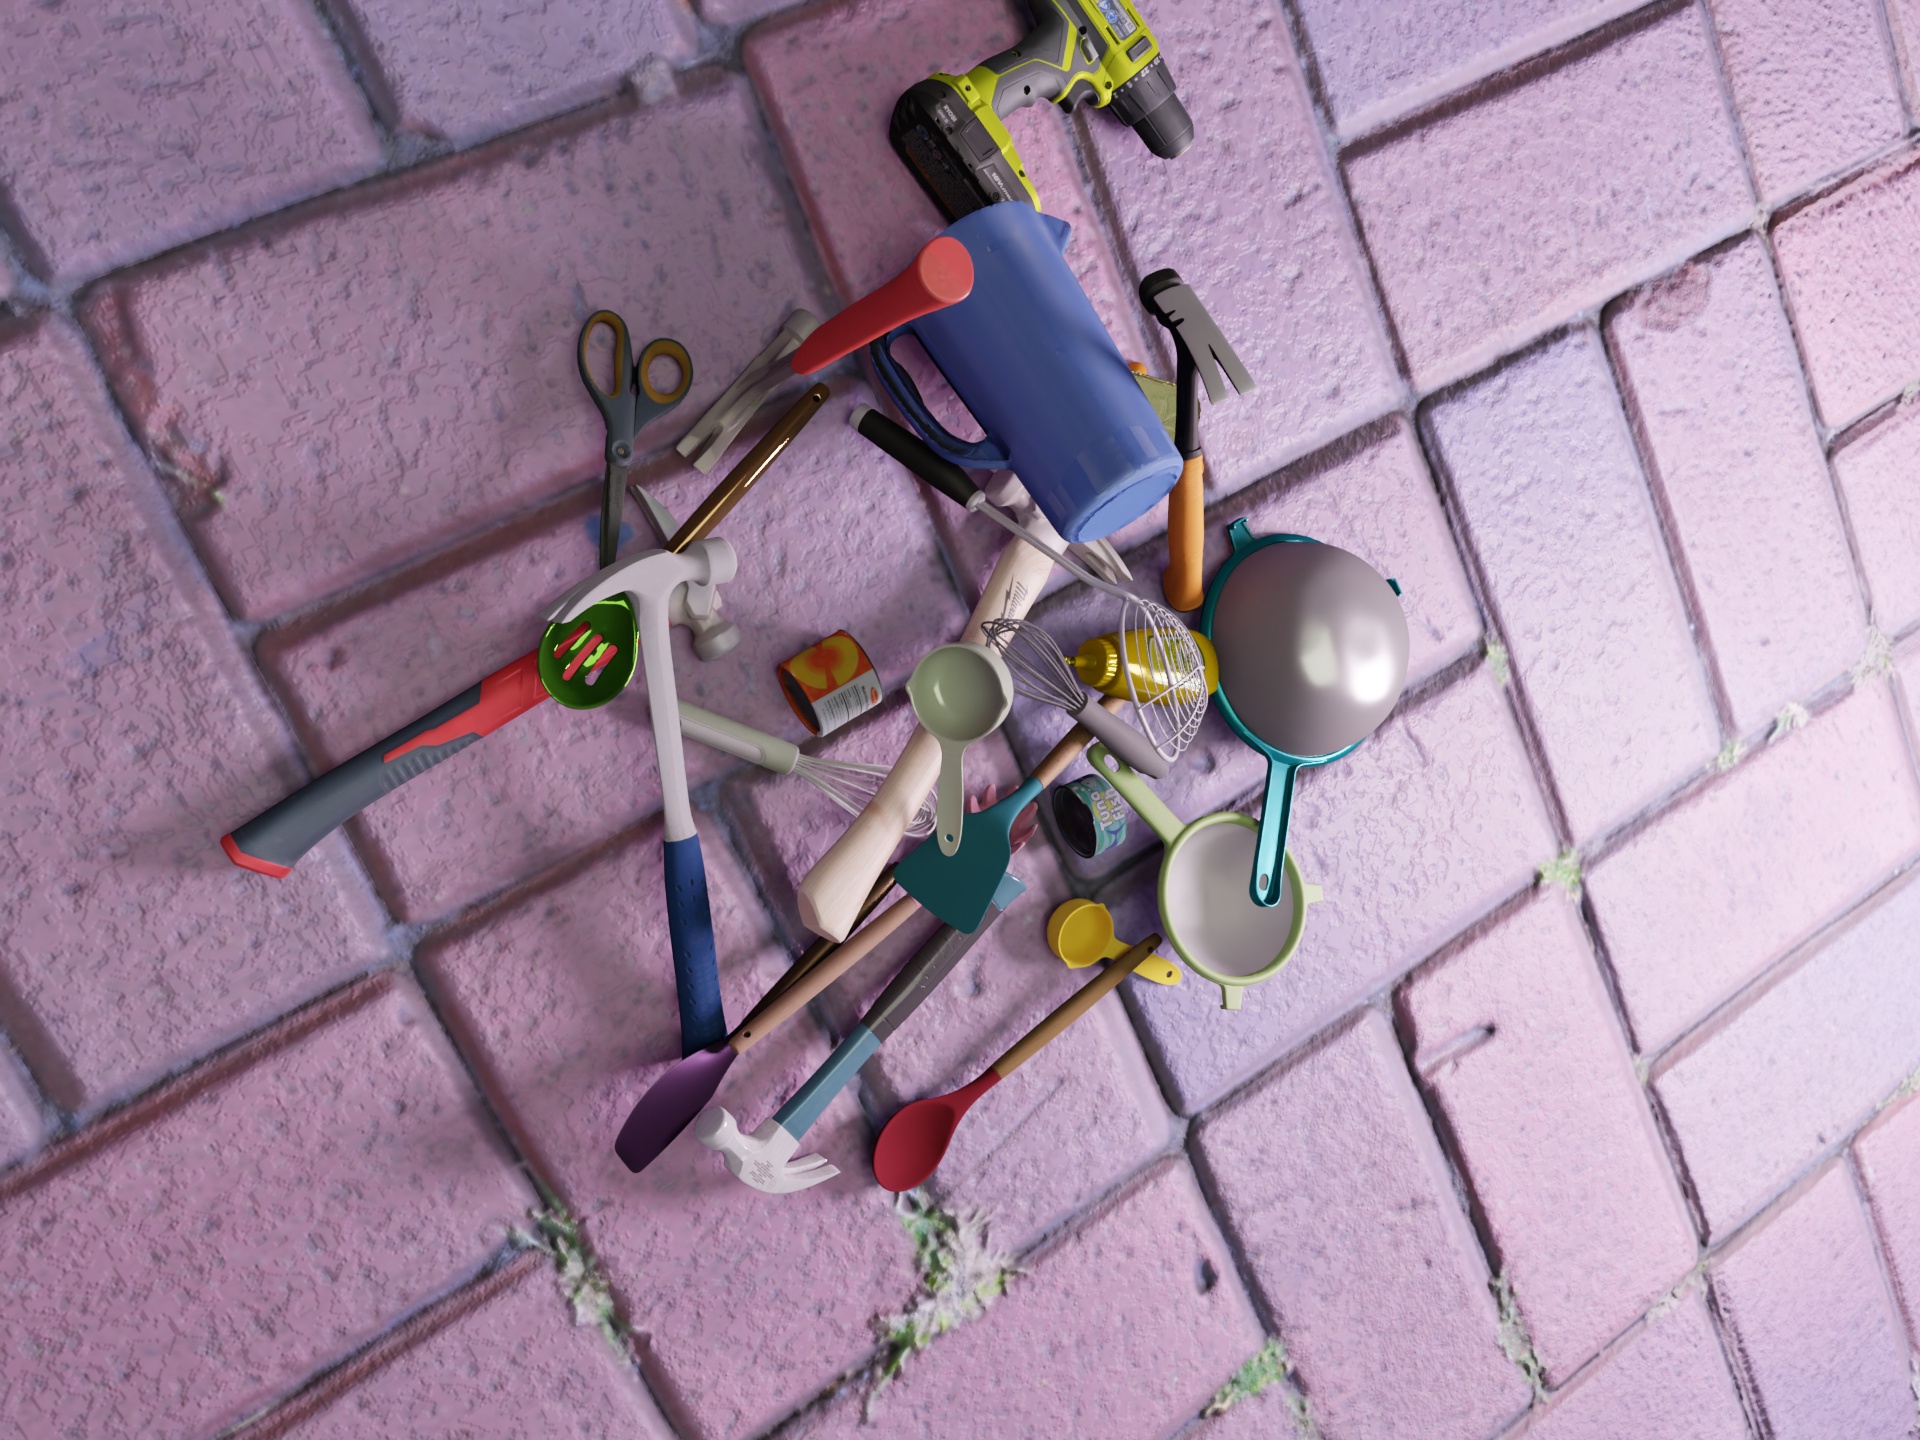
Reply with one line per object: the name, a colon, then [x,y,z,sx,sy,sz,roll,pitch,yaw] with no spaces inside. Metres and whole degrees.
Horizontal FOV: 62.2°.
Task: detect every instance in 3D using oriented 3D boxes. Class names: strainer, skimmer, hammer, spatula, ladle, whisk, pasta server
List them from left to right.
hammer: [-0.352,-0.021,1.140,0.386,0.038,0.143,-33,106,-18]
hammer: [-0.213,0.076,1.168,0.144,0.035,0.405,-18,113,-37]
spatula: [-0.148,0.219,1.231,0.316,0.018,0.059,-45,136,-26]
whisk: [-0.125,0.035,1.243,0.246,0.059,0.057,23,128,-20]
hammer: [-0.090,-0.248,1.061,0.036,0.359,0.149,42,74,-20]
hammer: [-0.064,0.241,1.281,0.331,0.033,0.128,-47,129,-18]
pasta server: [-0.059,0.157,1.260,0.316,0.040,0.060,-37,69,-27]
hammer: [-0.002,-0.004,1.261,0.146,0.038,0.411,38,68,-23]
skimmer: [0.044,-0.111,1.227,0.363,0.127,0.090,37,108,11]
ladle: [0.050,0.280,1.340,0.315,0.031,0.069,-37,117,-13]
spatula: [0.074,0.041,1.315,0.082,0.044,0.317,35,58,17]
whisk: [0.097,-0.013,1.279,0.238,0.055,0.055,37,79,-36]
strainer: [0.188,0.120,1.385,0.256,0.069,0.151,47,64,-7]
hammer: [0.181,-0.188,1.244,0.034,0.127,0.336,-21,148,-6]
strainer: [0.307,-0.008,1.371,0.210,0.095,0.340,18,74,-24]

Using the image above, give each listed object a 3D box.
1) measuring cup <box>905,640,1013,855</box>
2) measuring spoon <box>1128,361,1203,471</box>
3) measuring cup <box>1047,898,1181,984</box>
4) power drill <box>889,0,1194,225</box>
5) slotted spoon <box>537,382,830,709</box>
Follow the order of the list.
measuring cup: [0.001,0.020,1.214,0.038,0.083,0.167,-32,129,-64]
measuring spoon: [0.179,-0.260,1.373,0.021,0.011,0.116,-42,109,-15]
measuring cup: [0.136,0.199,1.390,0.156,0.029,0.062,29,88,-36]
power drill: [0.073,-0.488,1.273,0.228,0.080,0.190,-46,109,-17]
slotted spoon: [-0.197,-0.134,1.167,0.070,0.031,0.314,44,74,-20]
